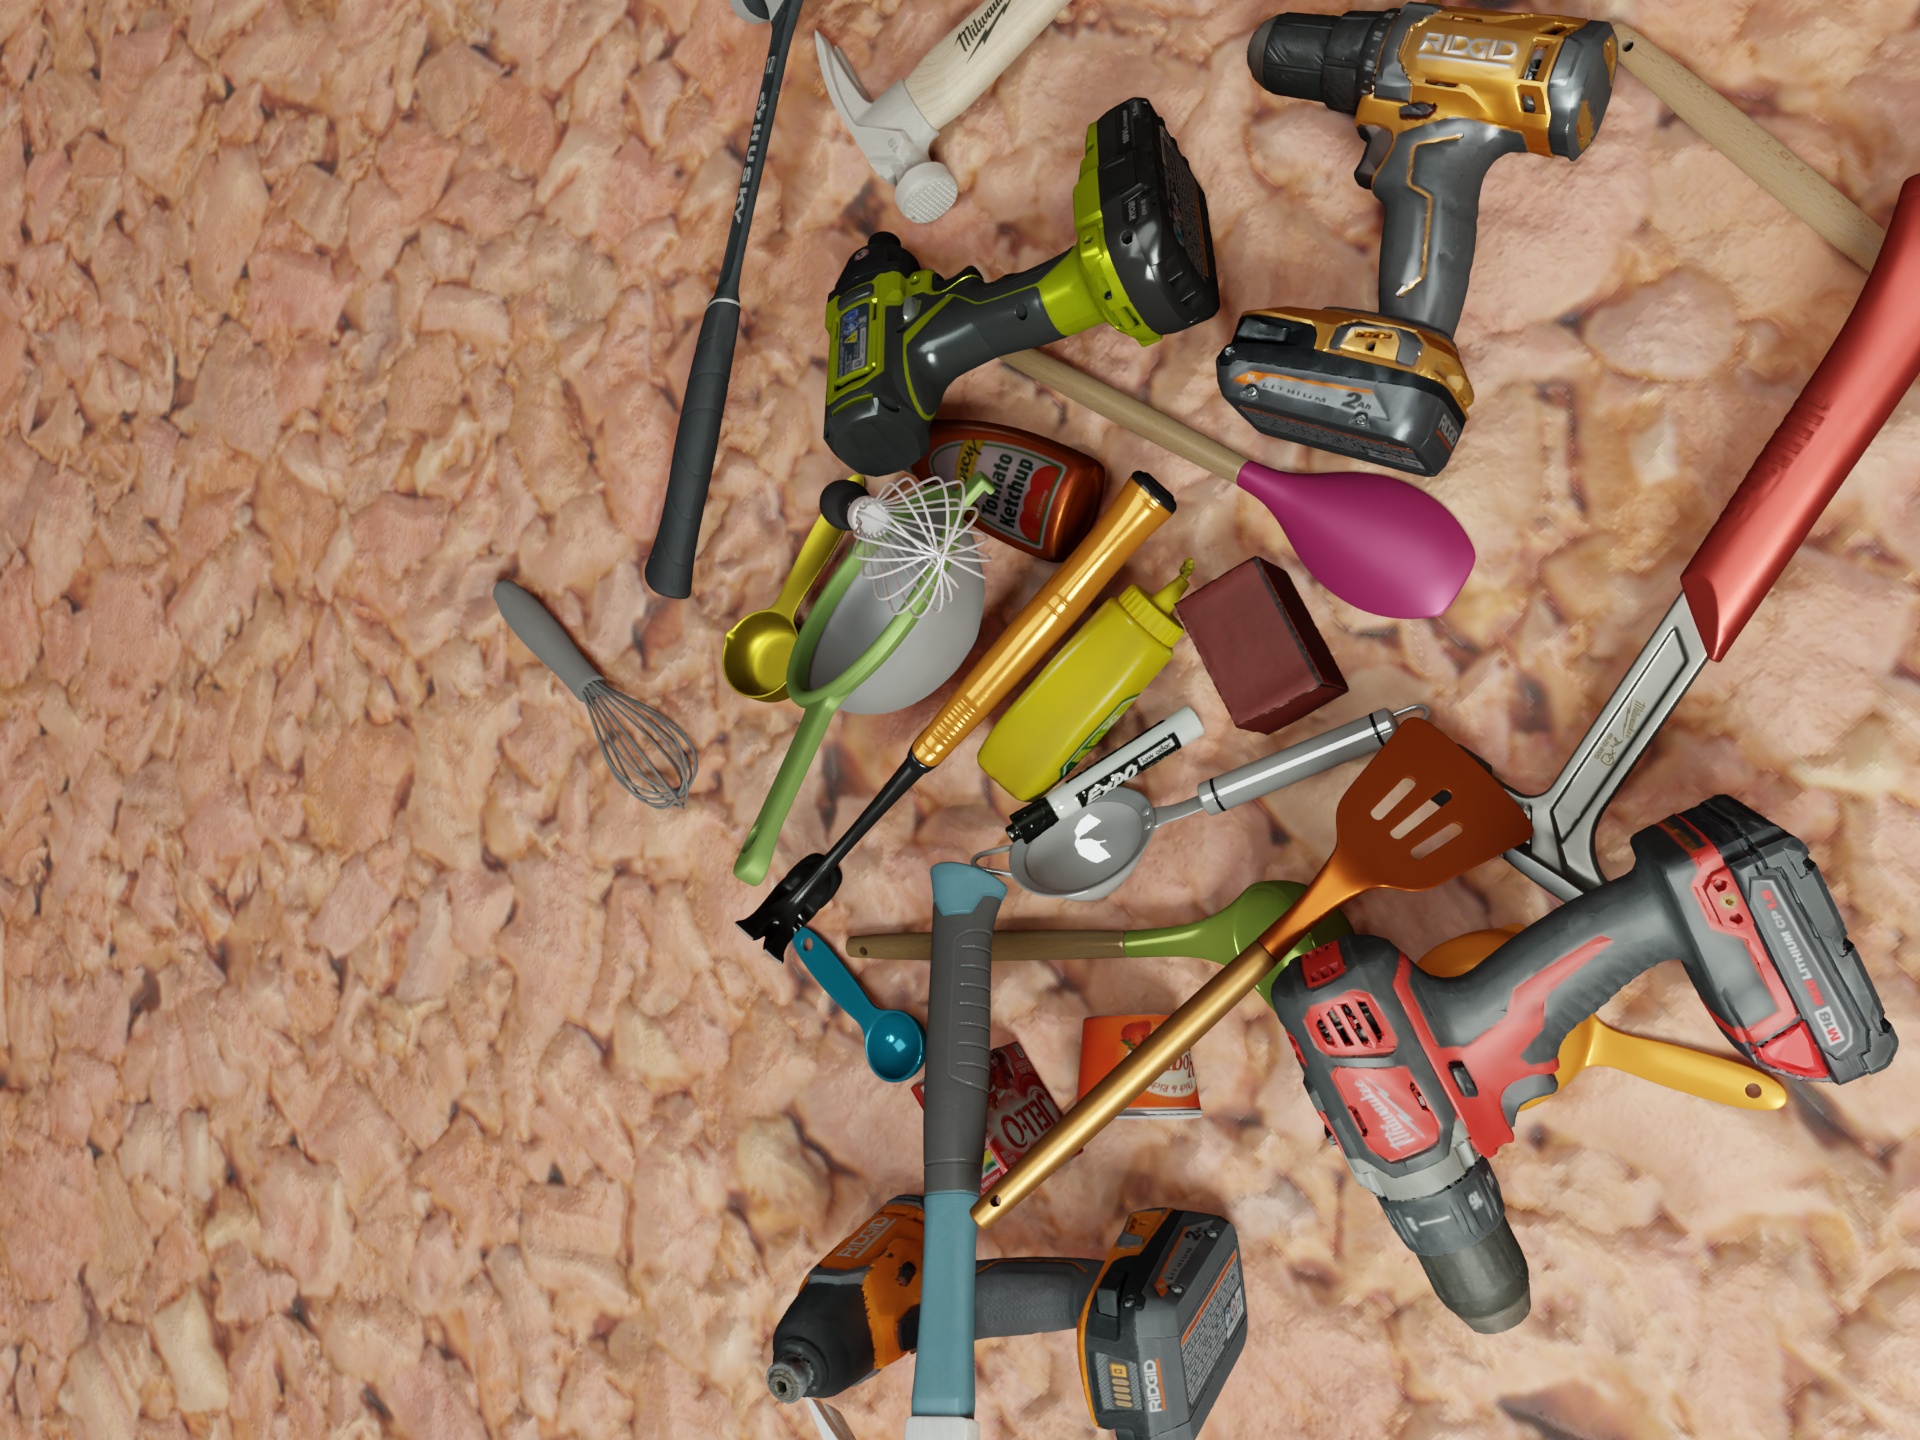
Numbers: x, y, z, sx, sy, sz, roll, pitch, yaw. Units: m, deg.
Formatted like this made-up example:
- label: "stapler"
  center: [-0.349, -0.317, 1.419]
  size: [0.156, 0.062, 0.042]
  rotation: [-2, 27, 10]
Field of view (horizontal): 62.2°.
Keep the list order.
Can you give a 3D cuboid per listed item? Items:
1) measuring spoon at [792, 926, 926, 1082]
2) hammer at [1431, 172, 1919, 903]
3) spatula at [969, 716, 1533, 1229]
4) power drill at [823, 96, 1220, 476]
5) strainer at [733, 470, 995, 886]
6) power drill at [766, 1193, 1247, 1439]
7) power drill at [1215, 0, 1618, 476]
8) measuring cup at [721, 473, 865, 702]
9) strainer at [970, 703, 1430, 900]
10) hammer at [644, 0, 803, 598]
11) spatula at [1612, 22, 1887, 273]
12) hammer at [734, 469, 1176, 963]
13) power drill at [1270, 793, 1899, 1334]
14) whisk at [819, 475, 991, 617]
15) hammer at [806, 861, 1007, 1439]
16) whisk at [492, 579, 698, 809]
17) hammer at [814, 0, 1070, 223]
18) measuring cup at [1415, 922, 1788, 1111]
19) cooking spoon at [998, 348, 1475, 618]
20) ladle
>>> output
- label: "measuring spoon"
  center: [-0.060, 0.167, 0.963]
  size: [0.129, 0.021, 0.042]
  rotation: [43, 106, 34]
- label: "hammer"
  center: [0.360, -0.072, 0.710]
  size: [0.149, 0.036, 0.359]
  rotation: [37, 112, 27]
- label: "spatula"
  center: [0.128, 0.127, 0.750]
  size: [0.322, 0.041, 0.081]
  rotation: [-43, 70, 1]
- label: "power drill"
  center: [0.024, -0.247, 0.893]
  size: [0.223, 0.080, 0.171]
  rotation: [-19, 52, 26]
- label: "strainer"
  center: [-0.048, -0.012, 0.888]
  size: [0.151, 0.069, 0.256]
  rotation: [-17, 44, 55]
- label: "power drill"
  center: [0.018, 0.310, 0.821]
  size: [0.226, 0.164, 0.084]
  rotation: [-5, 97, 26]
- label: "power drill"
  center: [0.205, -0.256, 0.811]
  size: [0.185, 0.084, 0.226]
  rotation: [22, 92, 29]
- label: "measuring cup"
  center: [-0.095, -0.082, 0.999]
  size: [0.062, 0.029, 0.156]
  rotation: [28, 88, 29]
- label: "strainer"
  center: [0.128, 0.046, 0.851]
  size: [0.258, 0.050, 0.087]
  rotation: [-24, 31, 20]
- label: "hammer"
  center: [-0.143, -0.278, 1.008]
  size: [0.149, 0.036, 0.409]
  rotation: [26, 105, 58]
- label: "spatula"
  center: [0.403, -0.223, 0.717]
  size: [0.082, 0.044, 0.318]
  rotation: [-49, 64, 28]
- label: "hammer"
  center: [-0.001, -0.003, 0.887]
  size: [0.034, 0.127, 0.337]
  rotation: [41, 103, 0]
- label: "power drill"
  center: [0.271, 0.151, 0.691]
  size: [0.226, 0.080, 0.188]
  rotation: [-26, 95, 11]
- label: "whisk"
  center: [-0.042, -0.107, 0.852]
  size: [0.285, 0.070, 0.070]
  rotation: [-137, 67, -71]
- label: "hammer"
  center: [-0.002, 0.222, 0.787]
  size: [0.128, 0.033, 0.331]
  rotation: [-9, 57, 18]
- label: "whisk"
  center: [-0.250, -0.023, 1.063]
  size: [0.239, 0.055, 0.055]
  rotation: [44, 107, 28]
- label: "hammer"
  center: [0.090, -0.475, 0.916]
  size: [0.410, 0.038, 0.146]
  rotation: [-37, 69, 21]
- label: "measuring cup"
  center: [0.290, 0.153, 0.744]
  size: [0.174, 0.052, 0.095]
  rotation: [13, 92, 31]
- label: "cooking spoon"
  center: [0.134, -0.147, 0.874]
  size: [0.319, 0.017, 0.068]
  rotation: [34, 102, 26]
- label: "ladle"
  center: [0.063, 0.128, 0.873]
  size: [0.320, 0.062, 0.078]
  rotation: [-5, 103, 31]
